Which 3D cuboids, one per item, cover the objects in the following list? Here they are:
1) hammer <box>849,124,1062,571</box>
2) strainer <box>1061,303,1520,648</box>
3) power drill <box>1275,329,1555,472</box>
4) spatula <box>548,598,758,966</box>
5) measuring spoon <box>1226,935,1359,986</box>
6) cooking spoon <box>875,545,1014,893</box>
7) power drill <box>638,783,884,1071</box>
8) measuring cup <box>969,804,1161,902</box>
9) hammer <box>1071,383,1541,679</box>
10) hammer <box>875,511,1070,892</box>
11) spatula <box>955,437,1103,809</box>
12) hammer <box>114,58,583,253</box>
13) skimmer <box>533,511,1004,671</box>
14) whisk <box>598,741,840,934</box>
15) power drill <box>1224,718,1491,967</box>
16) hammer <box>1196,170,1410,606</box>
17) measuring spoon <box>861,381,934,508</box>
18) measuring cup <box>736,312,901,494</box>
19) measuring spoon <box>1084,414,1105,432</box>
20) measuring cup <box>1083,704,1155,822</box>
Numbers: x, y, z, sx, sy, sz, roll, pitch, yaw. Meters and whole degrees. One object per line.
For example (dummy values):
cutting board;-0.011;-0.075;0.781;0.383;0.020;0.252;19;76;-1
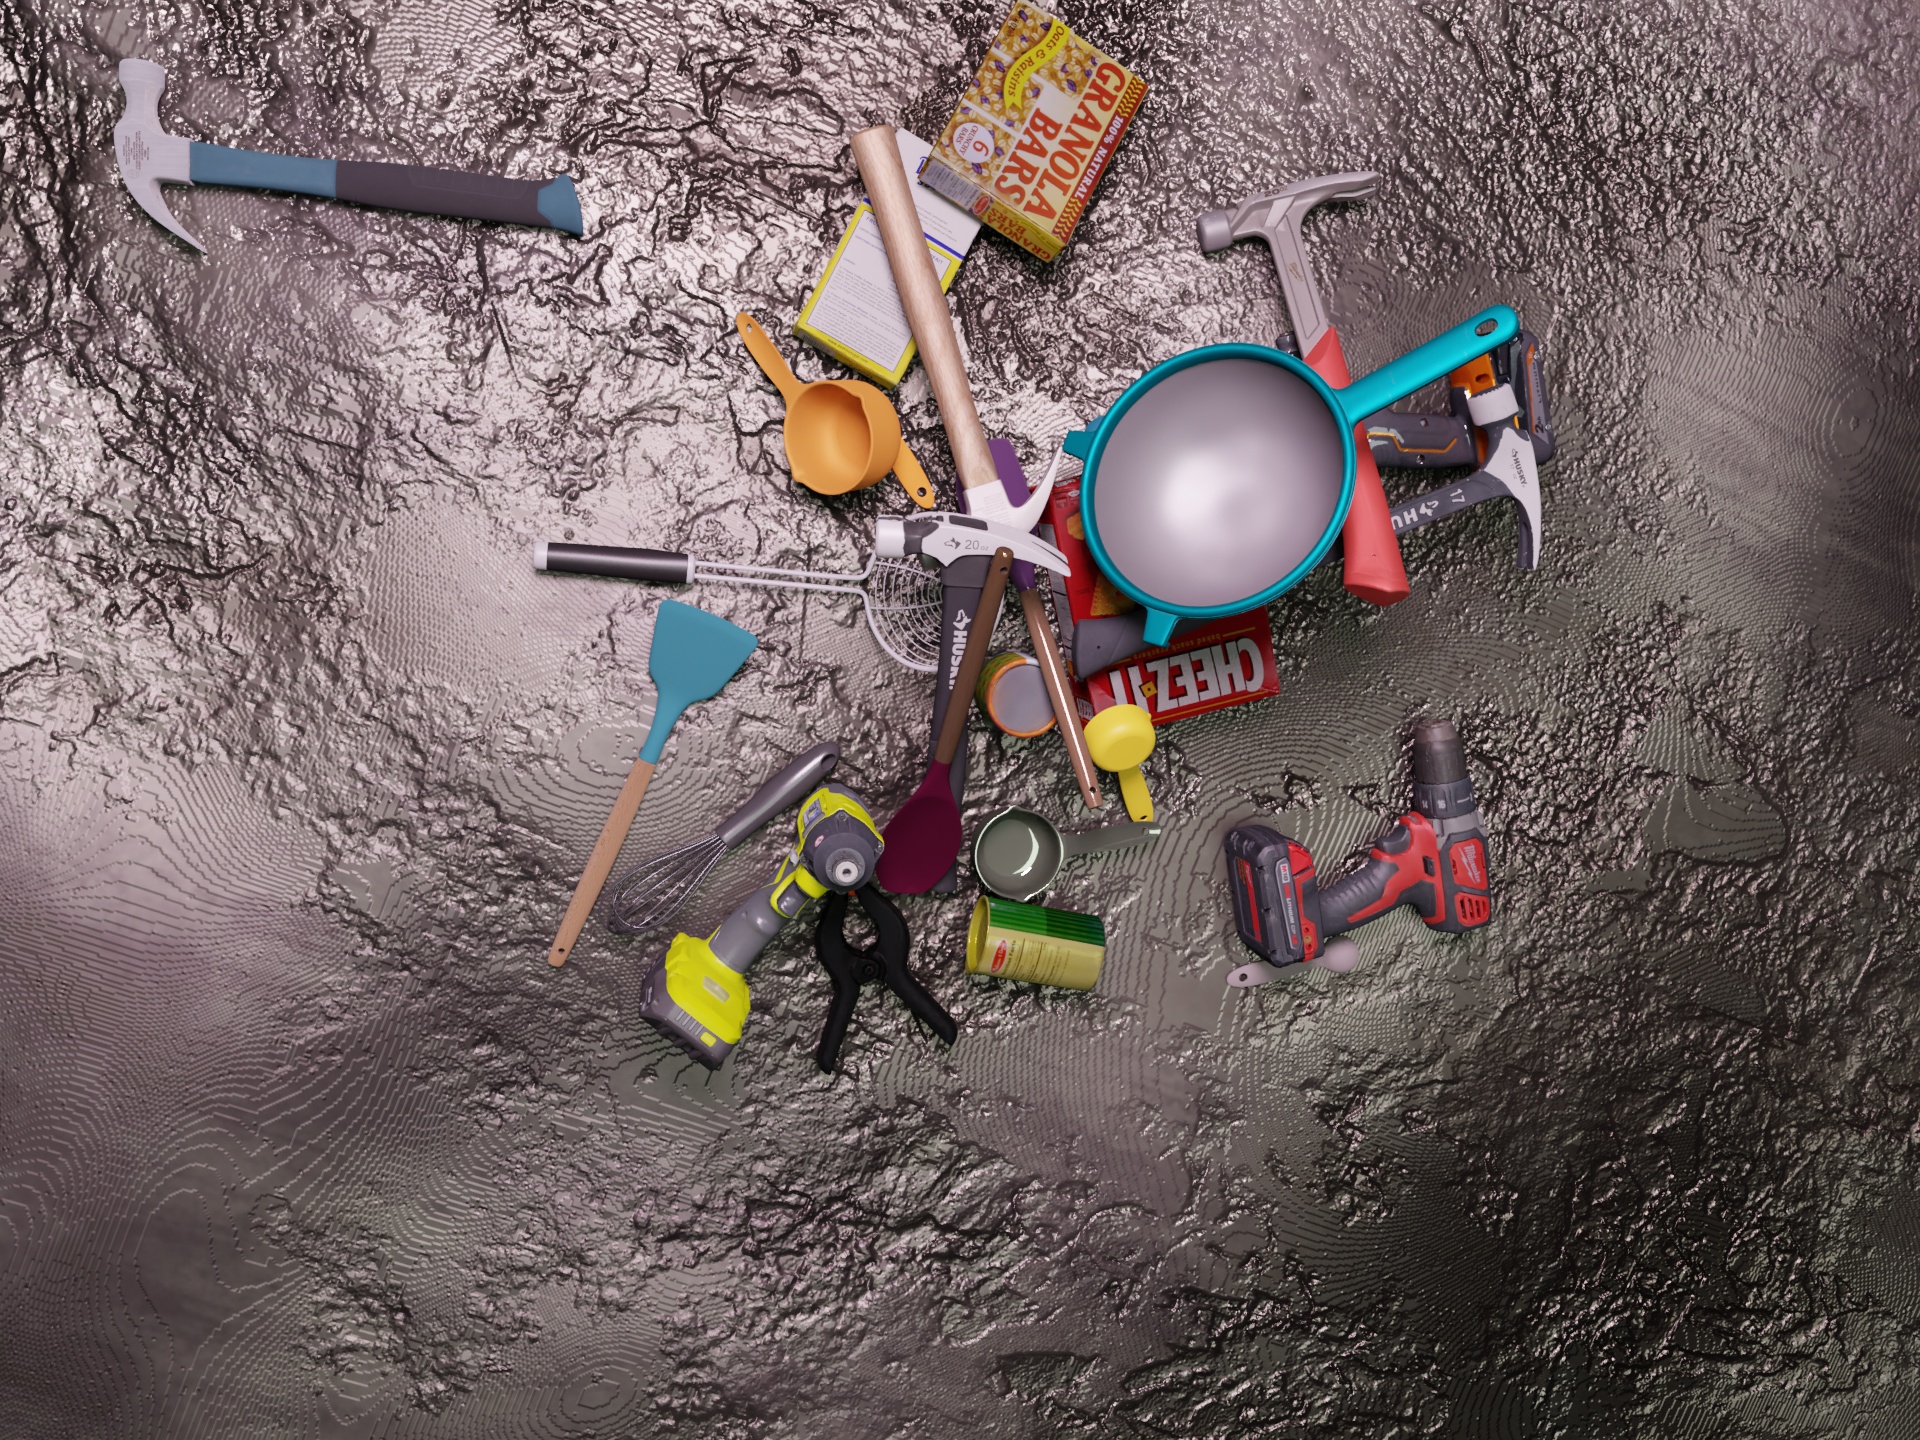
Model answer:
hammer;-0.016;-0.290;1.216;0.130;0.031;0.331;-18;94;-6
strainer;0.257;-0.198;1.183;0.340;0.095;0.211;-28;68;18
power drill;0.365;-0.260;1.326;0.226;0.084;0.164;-14;100;-4
spatula;-0.264;0.057;1.277;0.082;0.044;0.317;24;94;-16
measuring spoon;0.297;0.219;1.411;0.124;0.018;0.034;-12;100;-7
cooking spoon;-0.007;0.009;1.233;0.068;0.017;0.318;7;121;-18
power drill;-0.150;0.157;1.248;0.080;0.171;0.223;41;93;-13
measuring cup;0.088;0.103;1.351;0.167;0.038;0.083;-8;97;-15
hammer;0.276;-0.124;1.272;0.409;0.036;0.149;-23;100;-3
hammer;-0.002;-0.004;1.256;0.146;0.035;0.334;3;120;-5
spatula;0.060;-0.079;1.279;0.060;0.018;0.316;-16;80;-8
hammer;-0.449;-0.403;1.184;0.331;0.033;0.128;4;96;-11
skimmer;-0.150;-0.113;1.248;0.363;0.090;0.127;4;98;-10
whisk;-0.194;0.094;1.295;0.239;0.055;0.055;-39;103;-7
power drill;0.350;0.108;1.378;0.226;0.080;0.188;-12;100;-11
hammer;0.299;-0.262;1.250;0.149;0.036;0.359;-13;74;4
measuring spoon;-0.054;-0.223;1.290;0.021;0.011;0.117;-33;102;-4
measuring cup;-0.113;-0.257;1.256;0.095;0.052;0.174;-44;75;34
measuring spoon;0.158;-0.257;1.317;0.128;0.021;0.042;-36;102;-2
measuring cup;0.143;0.048;1.314;0.062;0.029;0.156;-22;135;1
